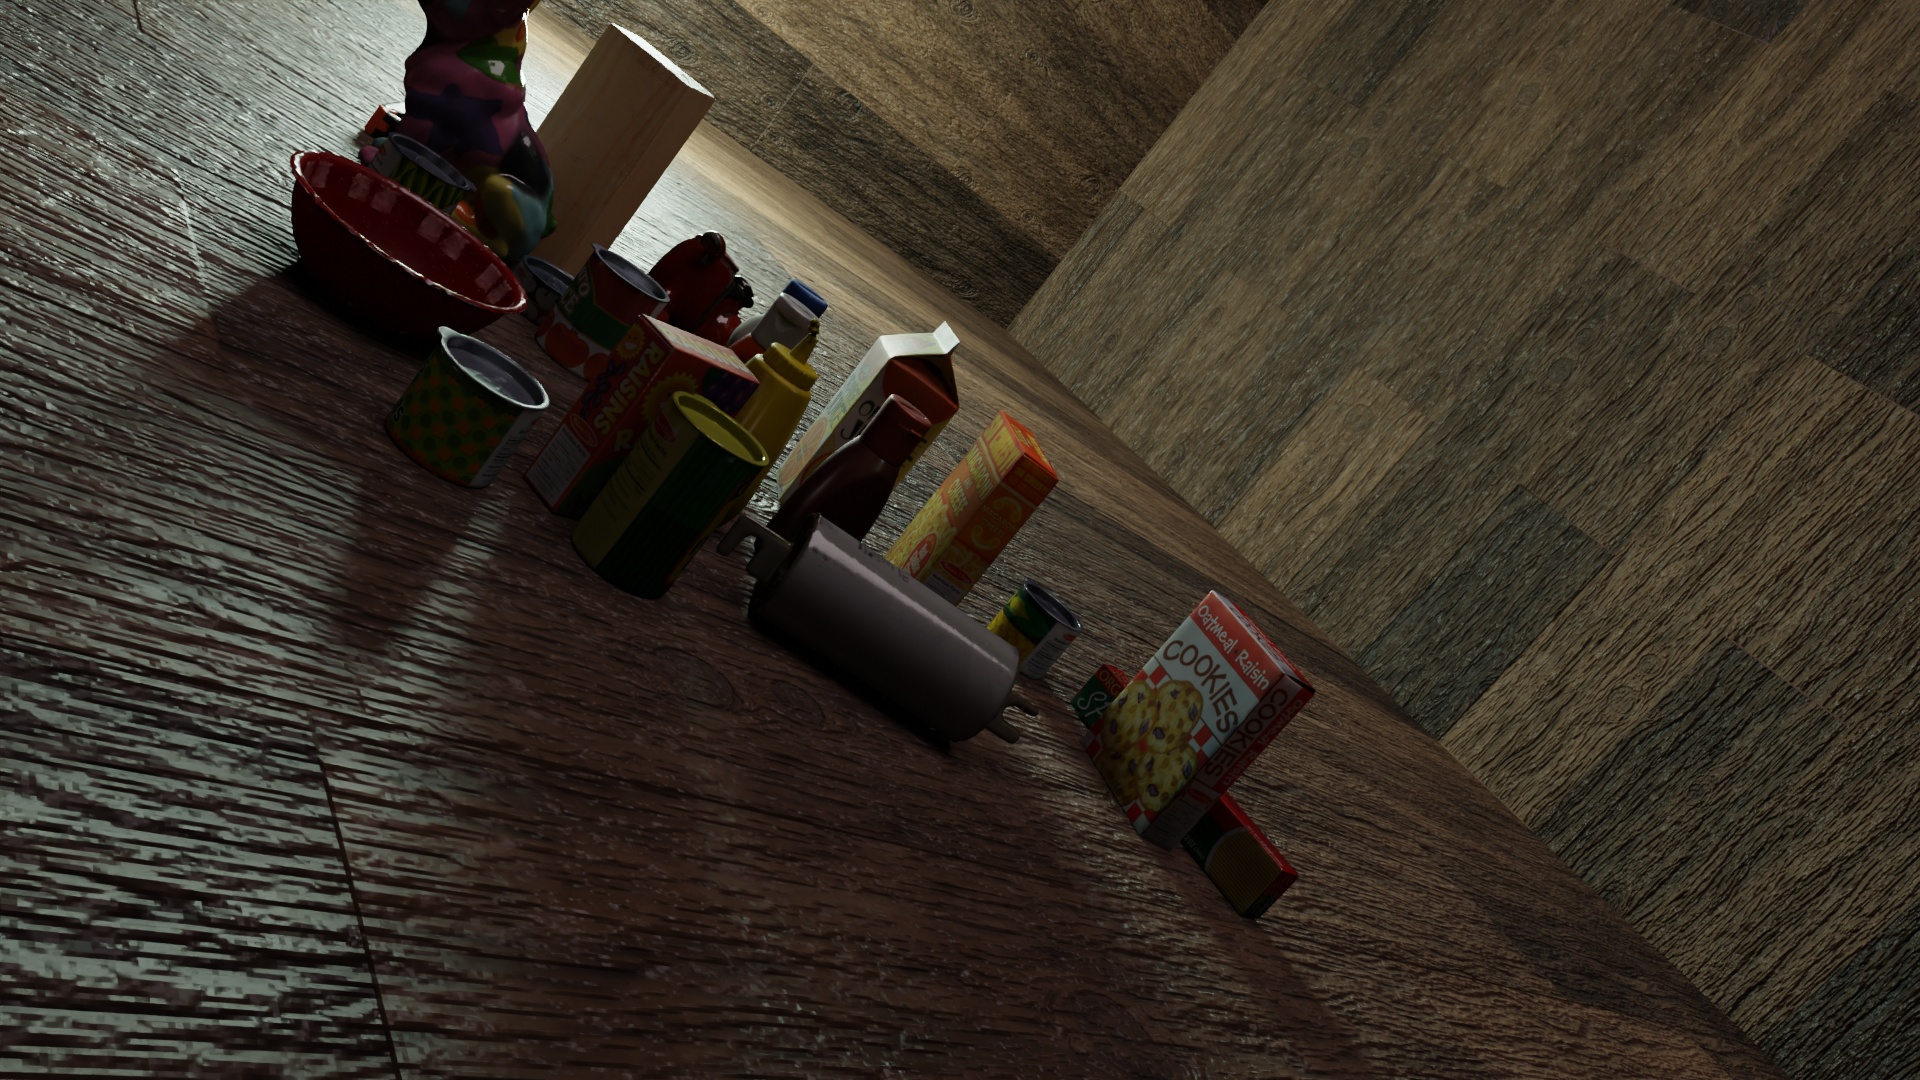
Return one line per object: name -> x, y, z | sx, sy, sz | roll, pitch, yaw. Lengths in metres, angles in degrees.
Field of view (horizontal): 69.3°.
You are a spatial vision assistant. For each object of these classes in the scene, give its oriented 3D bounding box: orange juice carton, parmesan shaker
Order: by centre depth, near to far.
parmesan shaker -> -0.168, -0.027, 0.800 | 0.071, 0.103, 0.071 | 37, 12, -9
orange juice carton -> -0.066, -0.097, 1.136 | 0.073, 0.192, 0.072 | 35, 12, -20

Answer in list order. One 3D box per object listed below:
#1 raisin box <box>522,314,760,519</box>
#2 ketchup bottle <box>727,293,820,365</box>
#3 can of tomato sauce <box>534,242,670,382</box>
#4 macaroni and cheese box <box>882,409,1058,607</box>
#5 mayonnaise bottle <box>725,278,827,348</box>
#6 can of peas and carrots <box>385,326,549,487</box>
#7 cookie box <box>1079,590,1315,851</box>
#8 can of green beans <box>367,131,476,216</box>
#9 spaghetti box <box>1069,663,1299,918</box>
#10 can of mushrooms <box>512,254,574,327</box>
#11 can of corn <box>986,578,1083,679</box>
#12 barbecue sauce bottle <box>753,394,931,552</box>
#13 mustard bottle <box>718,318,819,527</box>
raisin box -> -0.190, -0.068, 0.835 | 0.040, 0.123, 0.086 | 45, 13, 27
ketchup bottle -> -0.161, -0.113, 1.021 | 0.065, 0.148, 0.043 | 40, 12, 1
can of tomato sauce -> -0.274, -0.171, 1.054 | 0.071, 0.083, 0.071 | 37, 12, -9
macaroni and cheese box -> 0.004, -0.014, 1.107 | 0.040, 0.166, 0.124 | 36, 12, -18
mayonnaise bottle -> -0.165, -0.141, 1.114 | 0.064, 0.148, 0.041 | 29, 15, -41
can of peas and carrots -> -0.273, -0.072, 0.762 | 0.071, 0.058, 0.071 | 37, 12, -9
cookie box -> 0.181, 0.137, 1.080 | 0.040, 0.167, 0.123 | 32, 14, -31
can of green beans -> -0.410, -0.260, 1.033 | 0.071, 0.057, 0.071 | 37, 12, -9
spaghetti box -> 0.174, 0.196, 1.128 | 0.028, 0.050, 0.251 | 27, 17, -46
can of mushrooms -> -0.323, -0.192, 1.100 | 0.071, 0.033, 0.071 | 37, 12, -9
can of corn -> 0.061, 0.077, 1.207 | 0.071, 0.058, 0.071 | 37, 12, -9
barbecue sauce bottle -> -0.079, -0.035, 0.982 | 0.065, 0.148, 0.044 | 27, 17, -45
mustard bottle -> -0.141, -0.084, 0.950 | 0.049, 0.160, 0.065 | 26, 18, -48
